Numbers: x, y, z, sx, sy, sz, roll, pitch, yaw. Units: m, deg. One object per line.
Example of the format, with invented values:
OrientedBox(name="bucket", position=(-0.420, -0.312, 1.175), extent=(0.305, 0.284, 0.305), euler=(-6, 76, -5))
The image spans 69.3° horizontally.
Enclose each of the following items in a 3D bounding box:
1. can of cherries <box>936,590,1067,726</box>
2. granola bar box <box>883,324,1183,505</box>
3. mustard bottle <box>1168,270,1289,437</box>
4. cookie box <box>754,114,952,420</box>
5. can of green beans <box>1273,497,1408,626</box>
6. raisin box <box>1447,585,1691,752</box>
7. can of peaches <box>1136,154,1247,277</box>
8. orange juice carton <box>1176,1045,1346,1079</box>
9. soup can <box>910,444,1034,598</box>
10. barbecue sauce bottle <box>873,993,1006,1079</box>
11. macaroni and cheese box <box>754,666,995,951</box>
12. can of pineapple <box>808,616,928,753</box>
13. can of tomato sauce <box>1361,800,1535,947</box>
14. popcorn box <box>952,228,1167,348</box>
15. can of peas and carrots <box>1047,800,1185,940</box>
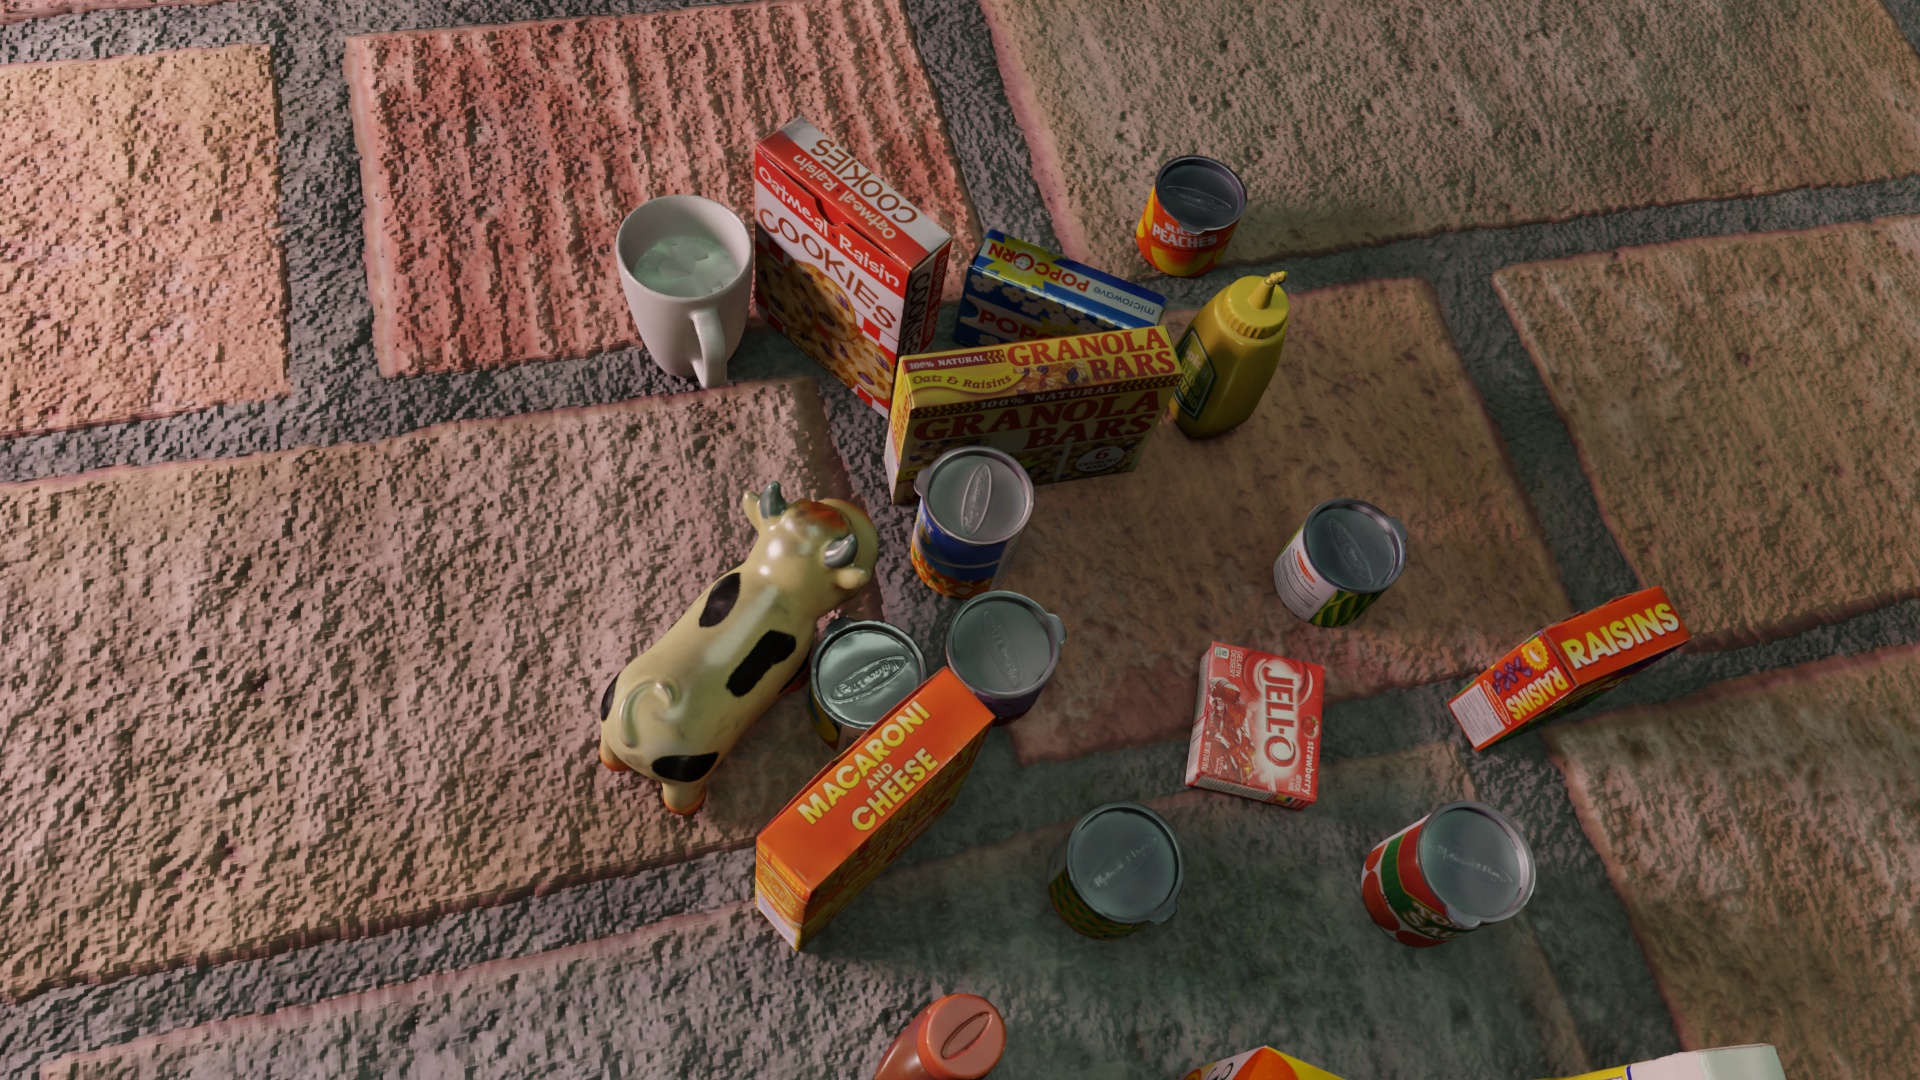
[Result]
OrientedBox(name="can of cherries", position=(0.024, 0.071, 0.821), extent=(0.071, 0.058, 0.072), euler=(3, 64, -7))
OrientedBox(name="granola bar box", position=(0.040, -0.077, 0.859), extent=(0.166, 0.123, 0.039), euler=(-9, 66, -12))
OrientedBox(name="mustard bottle", position=(0.173, -0.125, 0.882), extent=(0.049, 0.159, 0.065), euler=(-16, 68, -15))
OrientedBox(name="cookie box", position=(-0.072, -0.163, 0.860), extent=(0.123, 0.166, 0.040), euler=(40, 66, 11))
OrientedBox(name="can of green beans", position=(0.239, 0.015, 0.881), extent=(0.071, 0.057, 0.071), euler=(3, 64, -7))
OrientedBox(name="raisin box", position=(0.361, 0.078, 0.831), extent=(0.086, 0.123, 0.040), euler=(-17, 68, -16))
OrientedBox(name="can of peaches", position=(0.163, -0.228, 0.988), extent=(0.071, 0.057, 0.071), euler=(3, 64, -7))
OrientedBox(name="orange juice carton", position=(0.142, 0.295, 0.654), extent=(0.073, 0.191, 0.072), euler=(32, 64, 8))
OrientedBox(name="soup can", position=(0.003, -0.011, 0.844), extent=(0.071, 0.083, 0.071), euler=(3, 64, -7))
OrientedBox(name="barbecue sauce bottle", position=(-0.007, 0.249, 0.679), extent=(0.065, 0.148, 0.044), euler=(-35, 74, -22))
OrientedBox(name="macaroni and cheese box", position=(-0.049, 0.142, 0.715), extent=(0.040, 0.165, 0.124), euler=(44, 66, 13))
OrientedBox(name="can of pineapple", position=(-0.055, 0.085, 0.803), extent=(0.071, 0.057, 0.071), euler=(3, 64, -7))
OrientedBox(name="can of tomato sauce", position=(0.273, 0.192, 0.785), extent=(0.071, 0.082, 0.071), euler=(3, 64, -7))
OrientedBox(name="popcorn box", position=(0.064, -0.146, 0.918), extent=(0.127, 0.085, 0.038), euler=(22, 63, 3))
OrientedBox(name="can of peas and carrots", position=(0.087, 0.187, 0.774), extent=(0.071, 0.058, 0.071), euler=(3, 64, -7))
